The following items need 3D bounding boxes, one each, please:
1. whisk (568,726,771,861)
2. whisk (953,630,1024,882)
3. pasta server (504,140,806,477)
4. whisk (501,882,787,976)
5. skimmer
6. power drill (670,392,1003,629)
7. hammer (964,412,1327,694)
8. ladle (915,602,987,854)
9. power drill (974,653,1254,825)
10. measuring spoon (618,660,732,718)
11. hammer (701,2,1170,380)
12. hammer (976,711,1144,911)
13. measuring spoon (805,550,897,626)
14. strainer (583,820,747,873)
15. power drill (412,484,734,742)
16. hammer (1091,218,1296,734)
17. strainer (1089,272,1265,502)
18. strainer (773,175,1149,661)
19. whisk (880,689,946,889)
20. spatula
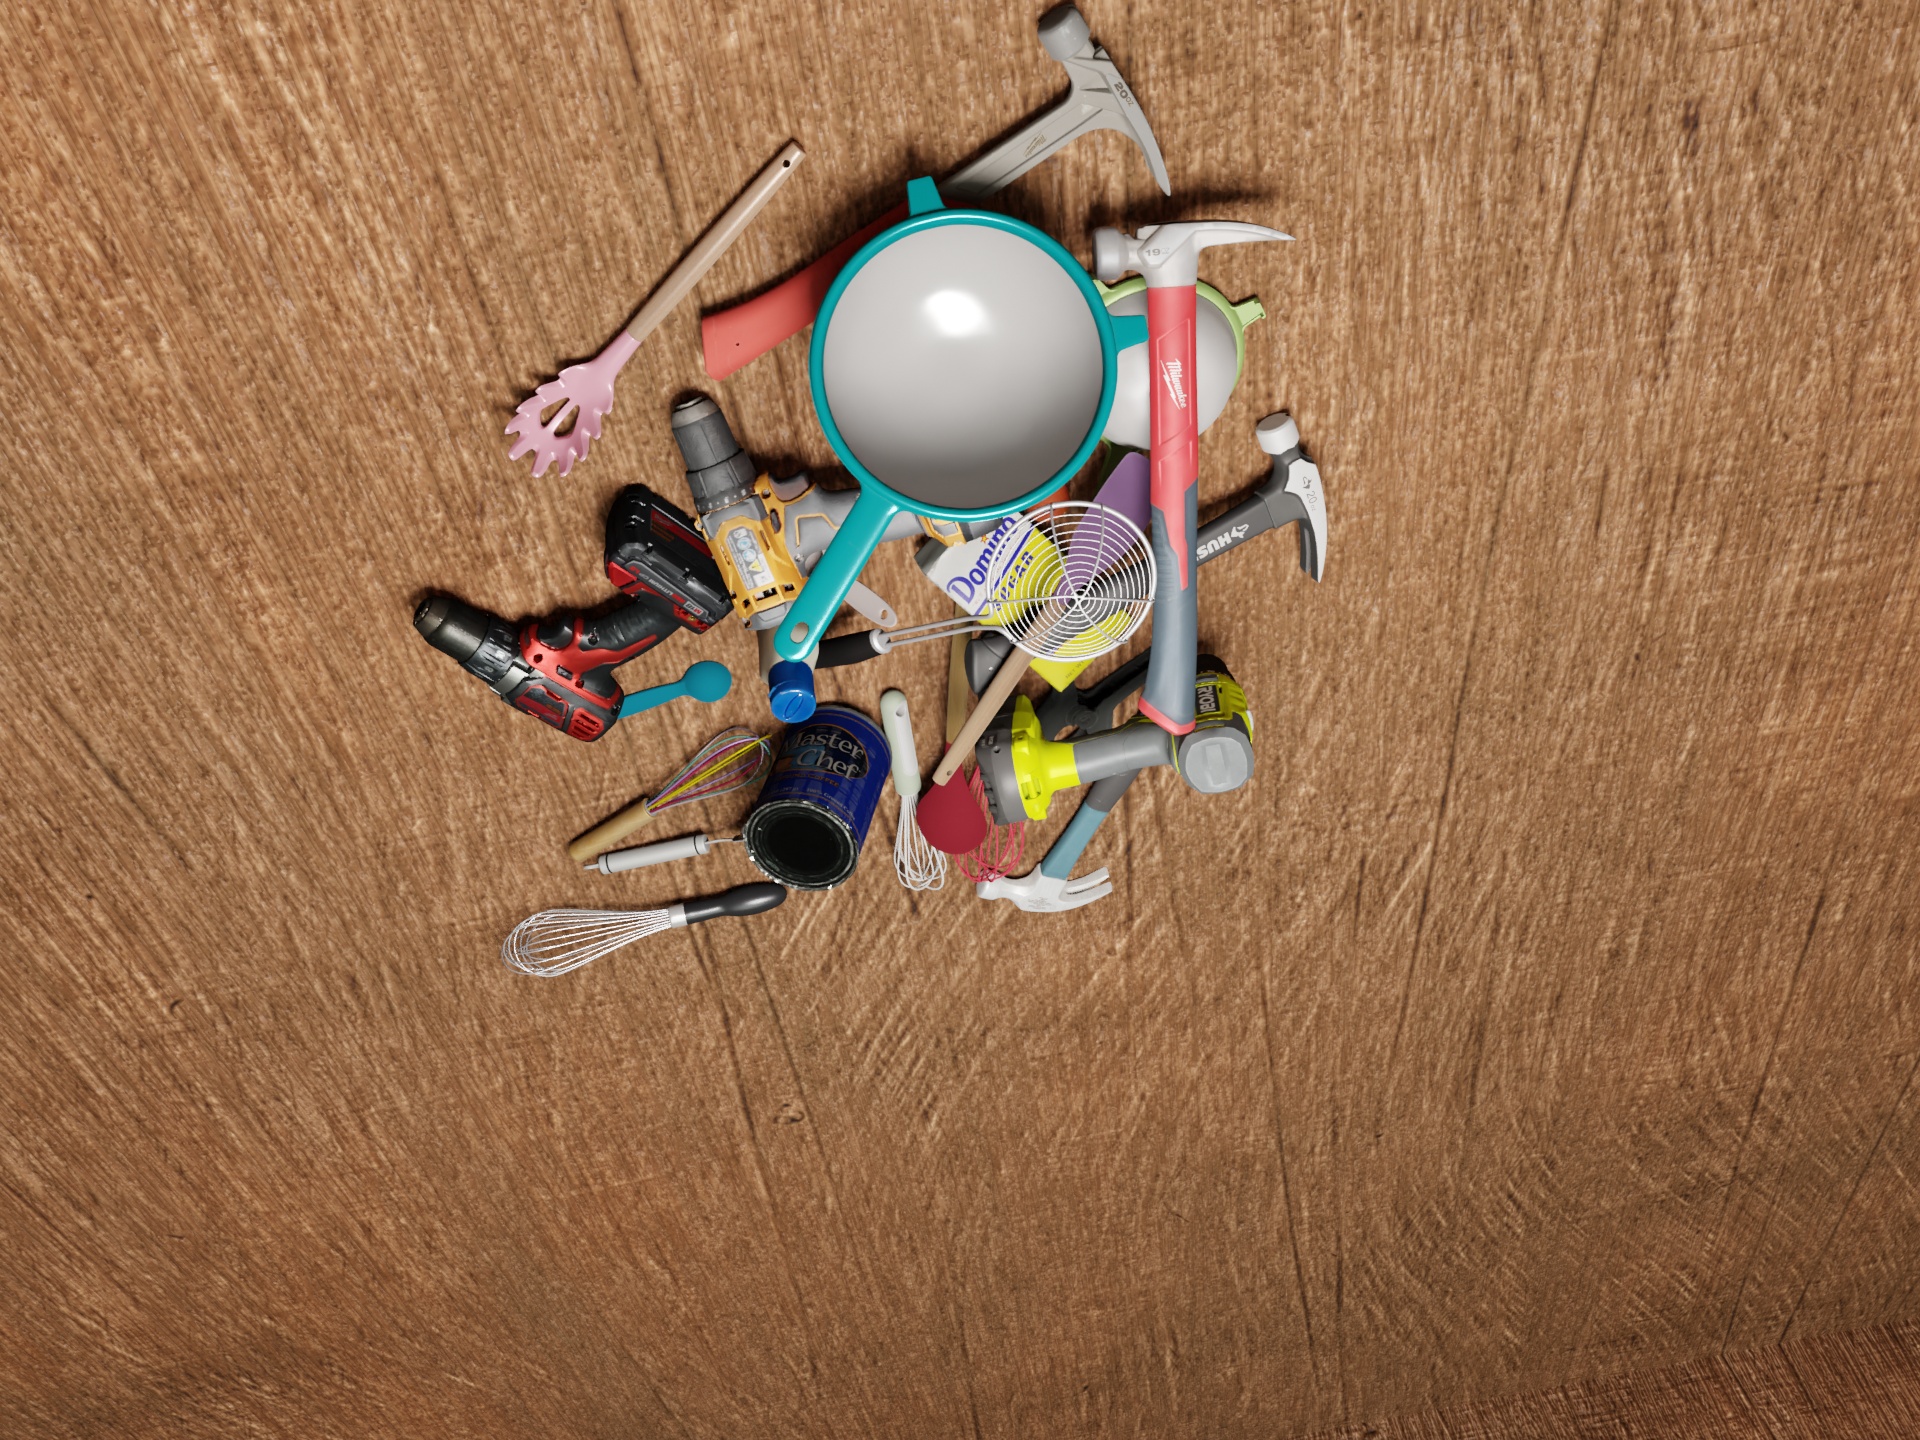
[{"bbox_3d":[-0.269,0.072,1.476,0.245,0.047,0.051,-30,118,22],"label":"whisk"},{"bbox_3d":[0.028,0.041,1.491,0.073,0.073,0.295,-4,126,-7],"label":"whisk"},{"bbox_3d":[-0.220,-0.295,1.149,0.060,0.040,0.316,39,116,-23],"label":"pasta server"},{"bbox_3d":[-0.312,0.199,1.576,0.284,0.070,0.070,-12,133,-7],"label":"whisk"},{"bbox_3d":[-0.008,-0.088,1.284,0.363,0.090,0.127,-8,122,46],"label":"skimmer"},{"bbox_3d":[-0.100,-0.189,1.227,0.226,0.084,0.185,-20,110,7],"label":"power drill"},{"bbox_3d":[0.152,-0.113,1.322,0.335,0.035,0.146,-29,121,-1],"label":"hammer"},{"bbox_3d":[-0.002,-0.005,1.427,0.069,0.031,0.315,9,120,9],"label":"ladle"},{"bbox_3d":[0.135,0.009,1.368,0.228,0.191,0.080,-11,114,10],"label":"power drill"},{"bbox_3d":[-0.263,-0.017,1.405,0.128,0.021,0.042,-18,132,5],"label":"measuring spoon"},{"bbox_3d":[-0.033,-0.345,1.138,0.359,0.037,0.149,-30,130,16],"label":"hammer"},{"bbox_3d":[0.139,0.073,1.553,0.128,0.033,0.330,14,128,-21],"label":"hammer"},{"bbox_3d":[-0.090,-0.110,1.298,0.018,0.124,0.034,3,120,-54],"label":"measuring spoon"},{"bbox_3d":[-0.240,0.115,1.518,0.258,0.050,0.087,-12,177,8],"label":"strainer"},{"bbox_3d":[-0.313,-0.089,1.297,0.226,0.080,0.187,-37,128,26],"label":"power drill"},{"bbox_3d":[0.176,-0.175,1.197,0.143,0.038,0.386,-4,111,0],"label":"hammer"},{"bbox_3d":[0.141,-0.222,1.258,0.151,0.069,0.256,4,130,-14],"label":"strainer"},{"bbox_3d":[-0.033,-0.190,1.126,0.211,0.095,0.340,32,93,-5],"label":"strainer"},{"bbox_3d":[-0.048,0.070,1.509,0.058,0.059,0.246,-38,137,-32],"label":"whisk"},{"bbox_3d":[0.067,-0.075,1.285,0.059,0.018,0.316,23,108,-37],"label":"spatula"}]
